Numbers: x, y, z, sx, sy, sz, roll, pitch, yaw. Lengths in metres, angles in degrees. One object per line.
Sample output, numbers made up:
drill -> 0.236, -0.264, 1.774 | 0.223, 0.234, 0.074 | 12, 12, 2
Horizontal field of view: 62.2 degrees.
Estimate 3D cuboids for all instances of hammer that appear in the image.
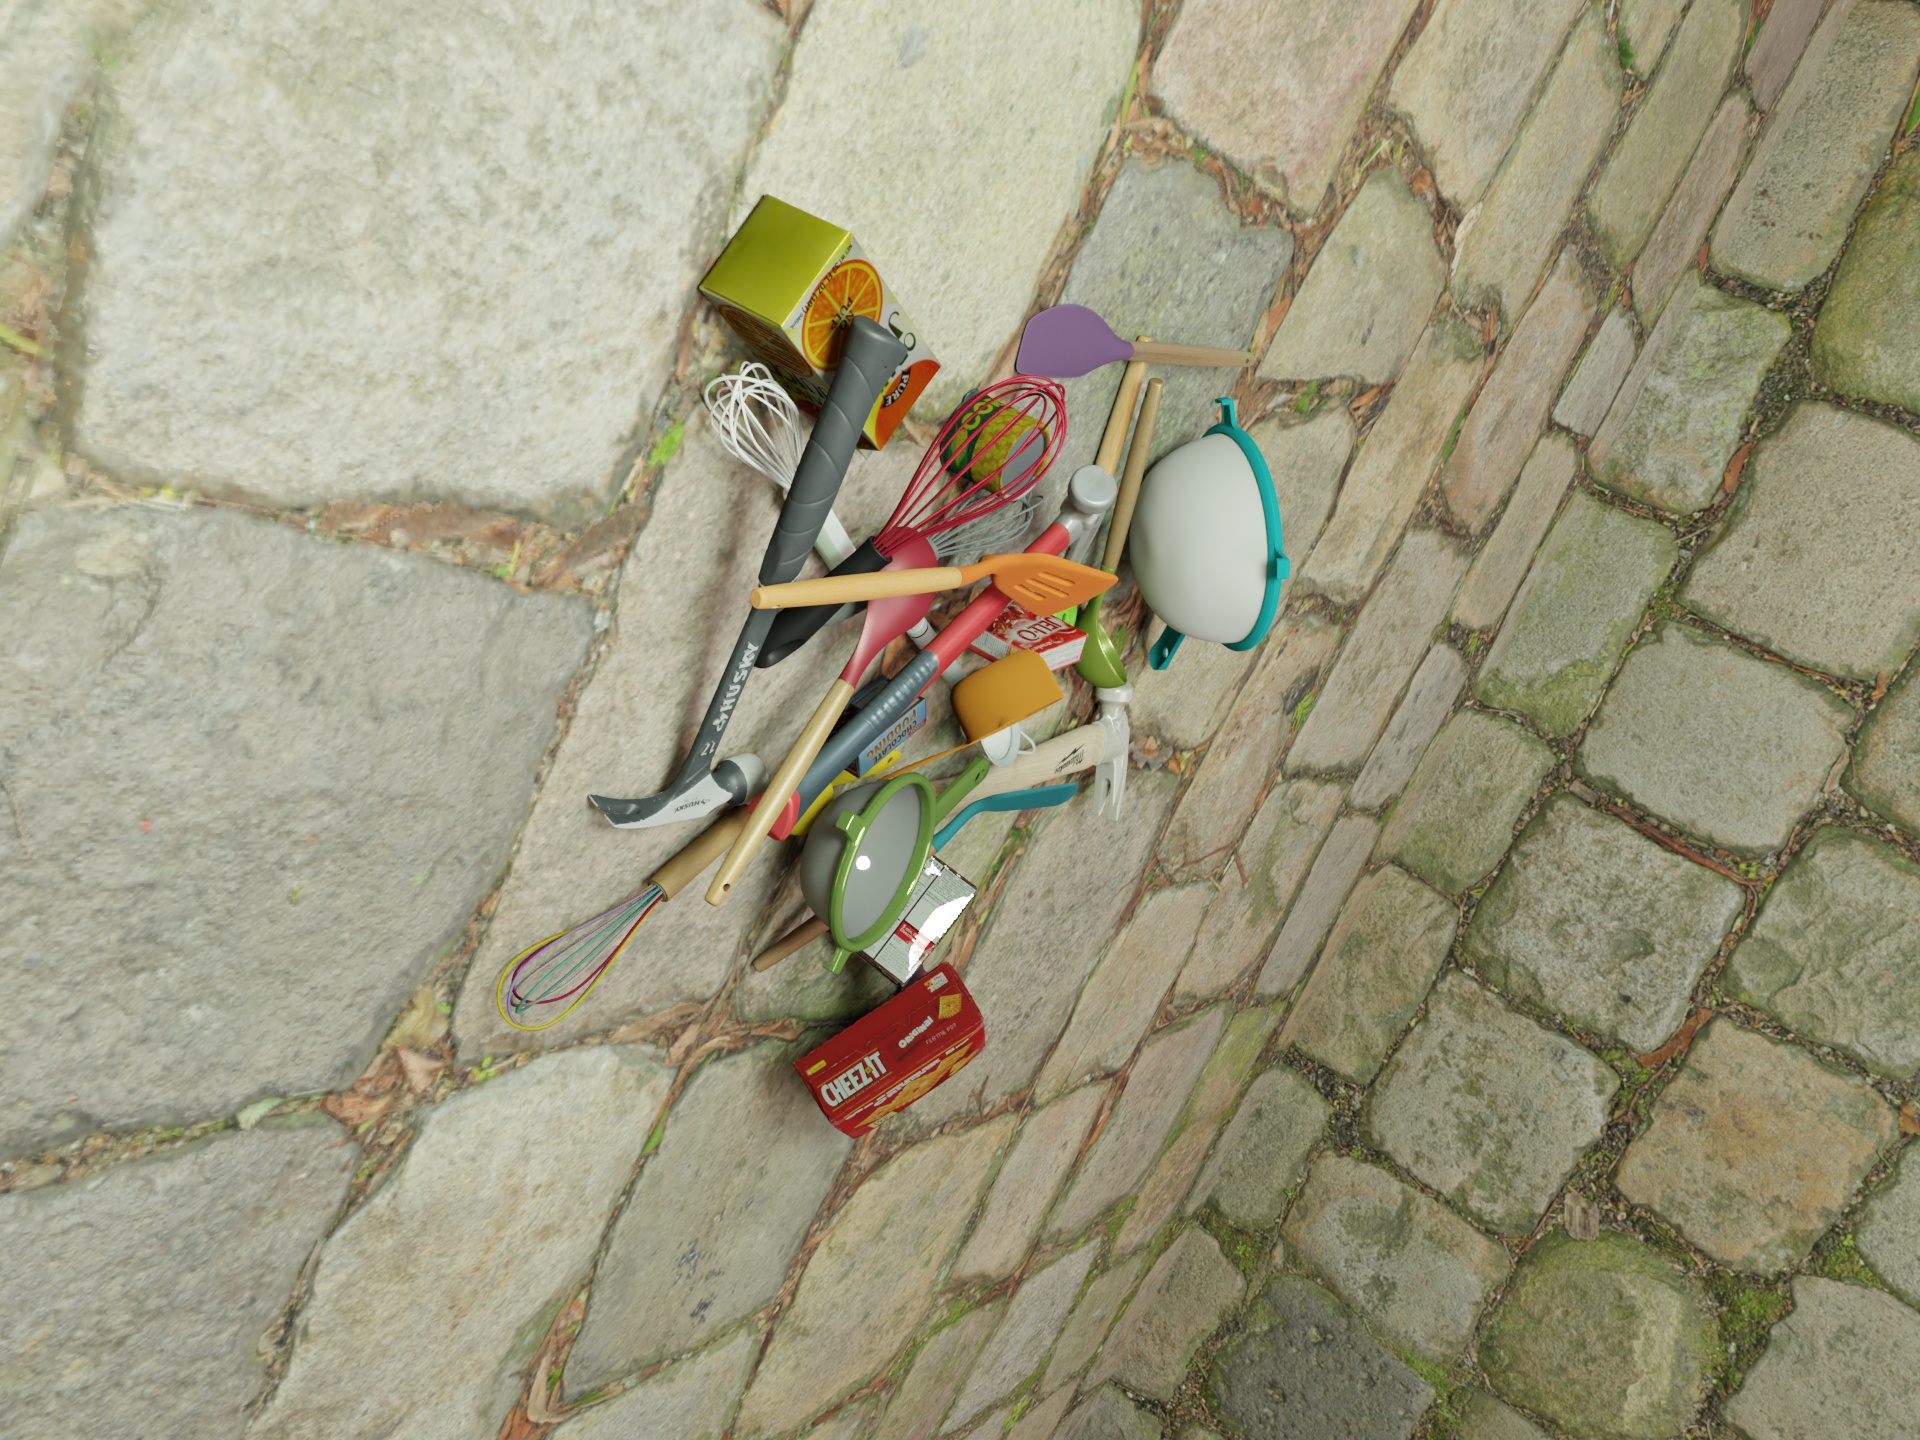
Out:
hammer -> -0.128, -0.080, 1.028 | 0.149, 0.036, 0.408 | -19, 146, -47
hammer -> -0.020, -0.045, 1.244 | 0.386, 0.038, 0.143 | -45, 172, -22
hammer -> 0.037, 0.064, 1.497 | 0.410, 0.038, 0.146 | -16, 114, -50

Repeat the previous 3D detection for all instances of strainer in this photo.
strainer -> 0.200, -0.135, 1.519 | 0.095, 0.211, 0.340 | -7, 154, -14
strainer -> -0.059, 0.082, 1.306 | 0.256, 0.069, 0.151 | -41, 145, -52
strainer -> 0.000, -0.030, 1.368 | 0.258, 0.050, 0.087 | 52, 37, -54

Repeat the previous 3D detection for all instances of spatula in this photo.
spatula -> -0.040, 0.132, 1.380 | 0.317, 0.044, 0.082 | -34, 171, -12
spatula -> -0.017, -0.089, 1.096 | 0.081, 0.041, 0.322 | -24, 172, 42
spatula -> 0.156, -0.311, 1.335 | 0.315, 0.018, 0.059 | -9, 123, -46

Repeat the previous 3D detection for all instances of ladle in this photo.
ladle -> 0.152, -0.163, 1.439 | 0.062, 0.078, 0.320 | 3, 129, -11
ladle -> -0.097, -0.005, 1.139 | 0.069, 0.031, 0.315 | 43, 70, -40

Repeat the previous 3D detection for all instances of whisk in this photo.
whisk -> -0.024, -0.130, 1.225 | 0.239, 0.055, 0.055 | -34, 144, -32
whisk -> -0.108, -0.158, 1.060 | 0.246, 0.059, 0.058 | 59, 38, -64
whisk -> -0.040, -0.130, 1.095 | 0.296, 0.073, 0.073 | -40, 157, 18
whisk -> -0.236, 0.133, 1.147 | 0.245, 0.047, 0.051 | -43, 161, -36

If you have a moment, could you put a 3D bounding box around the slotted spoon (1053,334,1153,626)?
slotted spoon -> 0.117, -0.189, 1.415 | 0.070, 0.031, 0.313 | -29, 140, -60

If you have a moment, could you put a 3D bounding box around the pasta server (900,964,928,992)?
pasta server -> -0.041, 0.209, 1.540 | 0.060, 0.040, 0.316 | -20, 136, -22

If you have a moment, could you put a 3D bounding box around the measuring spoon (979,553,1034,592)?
measuring spoon -> 0.040, -0.124, 1.375 | 0.021, 0.011, 0.116 | -61, 156, 4

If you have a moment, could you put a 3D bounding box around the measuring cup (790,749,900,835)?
measuring cup -> -0.094, 0.053, 1.303 | 0.156, 0.029, 0.062 | -20, 134, -47

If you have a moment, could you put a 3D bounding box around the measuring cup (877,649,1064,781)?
measuring cup -> -0.002, -0.004, 1.308 | 0.173, 0.052, 0.095 | -25, 178, 13
